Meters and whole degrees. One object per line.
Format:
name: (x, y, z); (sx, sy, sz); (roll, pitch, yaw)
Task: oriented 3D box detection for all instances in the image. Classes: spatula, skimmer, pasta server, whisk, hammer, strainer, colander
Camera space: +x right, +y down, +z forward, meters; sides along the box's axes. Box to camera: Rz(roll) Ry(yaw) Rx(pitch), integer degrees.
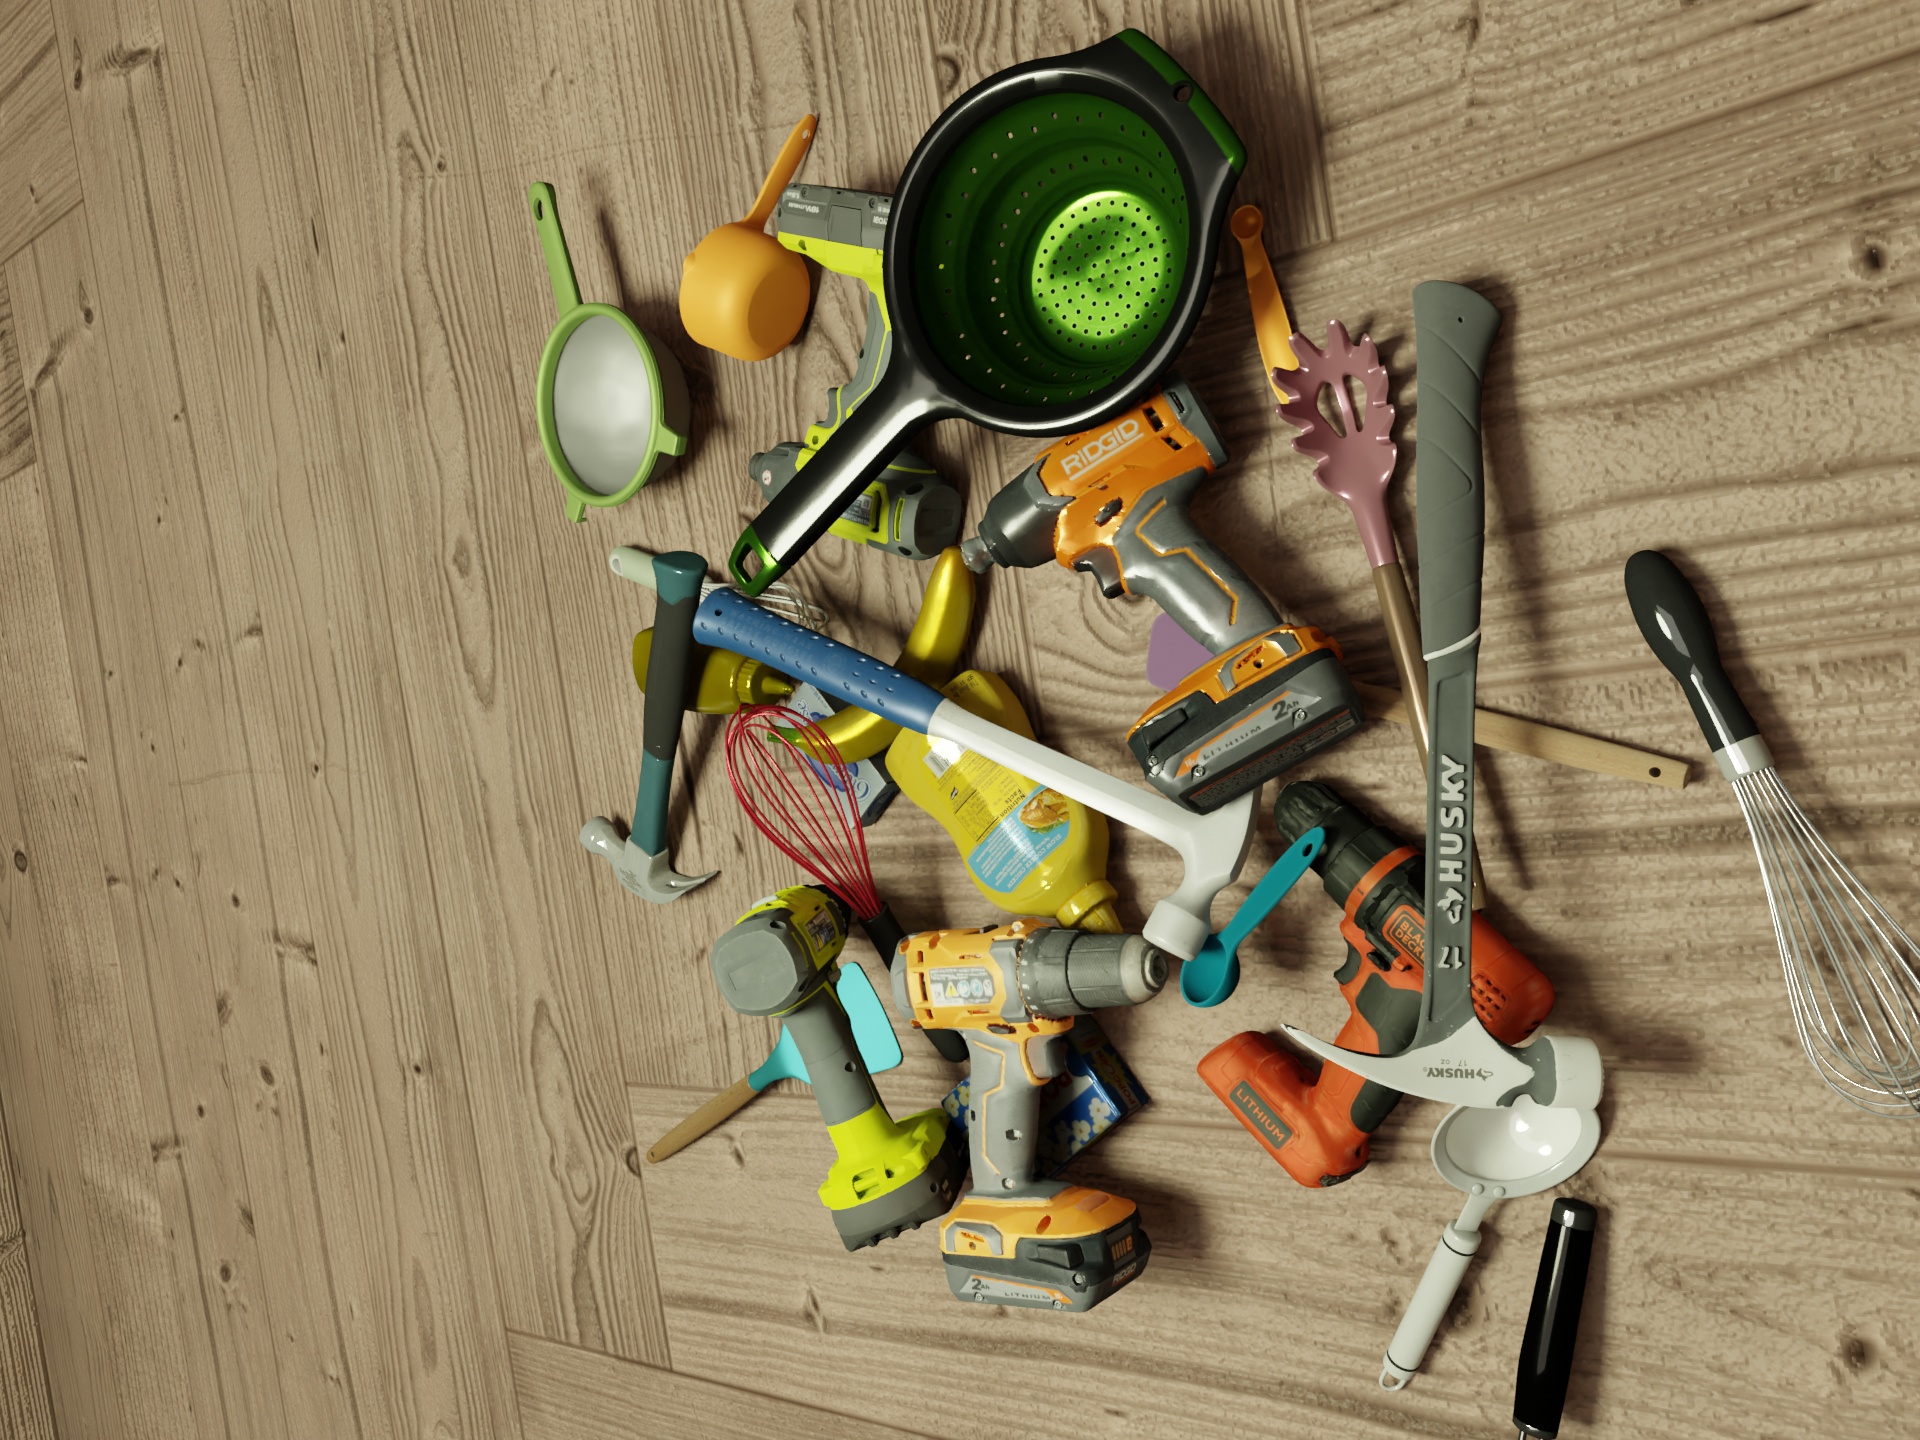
spatula: (0.233, -0.011, 0.866); (0.316, 0.018, 0.059); (18, 107, 38)
skimmer: (0.307, 0.432, 0.864); (0.127, 0.090, 0.363); (11, 94, 34)
pasta server: (0.228, -0.056, 0.834); (0.060, 0.040, 0.316); (-17, 80, 25)
whisk: (-0.188, -0.096, 1.190); (0.246, 0.059, 0.057); (22, 127, 41)
whisk: (-0.067, 0.111, 1.052); (0.073, 0.073, 0.295); (-14, 114, 40)
spatula: (-0.162, 0.289, 1.240); (0.317, 0.044, 0.082); (-40, 71, 41)
hammer: (0.238, -0.018, 0.787); (0.149, 0.036, 0.409); (2, 83, 1)
strainer: (0.273, 0.272, 0.862); (0.087, 0.050, 0.258); (11, 116, -7)
whisk: (0.377, 0.047, 0.736); (0.070, 0.070, 0.285); (-33, 70, 38)
strainer: (-0.267, -0.288, 1.210); (0.151, 0.069, 0.256); (-23, 81, 42)
colander: (0.010, -0.212, 0.944); (0.397, 0.094, 0.205); (-43, 74, 25)
hammer: (-0.002, -0.003, 0.985); (0.406, 0.035, 0.144); (25, 84, 27)
hammer: (-0.226, 0.011, 1.192); (0.128, 0.033, 0.330); (36, 133, 23)

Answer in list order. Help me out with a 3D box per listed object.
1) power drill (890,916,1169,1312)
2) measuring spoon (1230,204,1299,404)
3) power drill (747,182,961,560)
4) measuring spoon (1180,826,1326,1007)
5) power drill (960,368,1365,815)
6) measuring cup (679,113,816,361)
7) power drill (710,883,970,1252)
power drill: (0.055, 0.232, 0.963); (0.185, 0.084, 0.226); (-11, 87, 37)
measuring spoon: (0.174, -0.231, 0.891); (0.021, 0.011, 0.117); (-14, 91, 39)
power drill: (-0.070, -0.233, 1.051); (0.171, 0.080, 0.223); (21, 113, 35)
measuring spoon: (0.167, 0.110, 0.880); (0.128, 0.021, 0.042); (-55, 26, 21)
power drill: (0.105, -0.065, 0.885); (0.164, 0.084, 0.227); (-30, 68, 12)
measuring cup: (-0.125, -0.328, 1.089); (0.052, 0.095, 0.173); (31, 97, 26)
power drill: (-0.078, 0.218, 1.075); (0.080, 0.190, 0.228); (-25, 90, 10)
